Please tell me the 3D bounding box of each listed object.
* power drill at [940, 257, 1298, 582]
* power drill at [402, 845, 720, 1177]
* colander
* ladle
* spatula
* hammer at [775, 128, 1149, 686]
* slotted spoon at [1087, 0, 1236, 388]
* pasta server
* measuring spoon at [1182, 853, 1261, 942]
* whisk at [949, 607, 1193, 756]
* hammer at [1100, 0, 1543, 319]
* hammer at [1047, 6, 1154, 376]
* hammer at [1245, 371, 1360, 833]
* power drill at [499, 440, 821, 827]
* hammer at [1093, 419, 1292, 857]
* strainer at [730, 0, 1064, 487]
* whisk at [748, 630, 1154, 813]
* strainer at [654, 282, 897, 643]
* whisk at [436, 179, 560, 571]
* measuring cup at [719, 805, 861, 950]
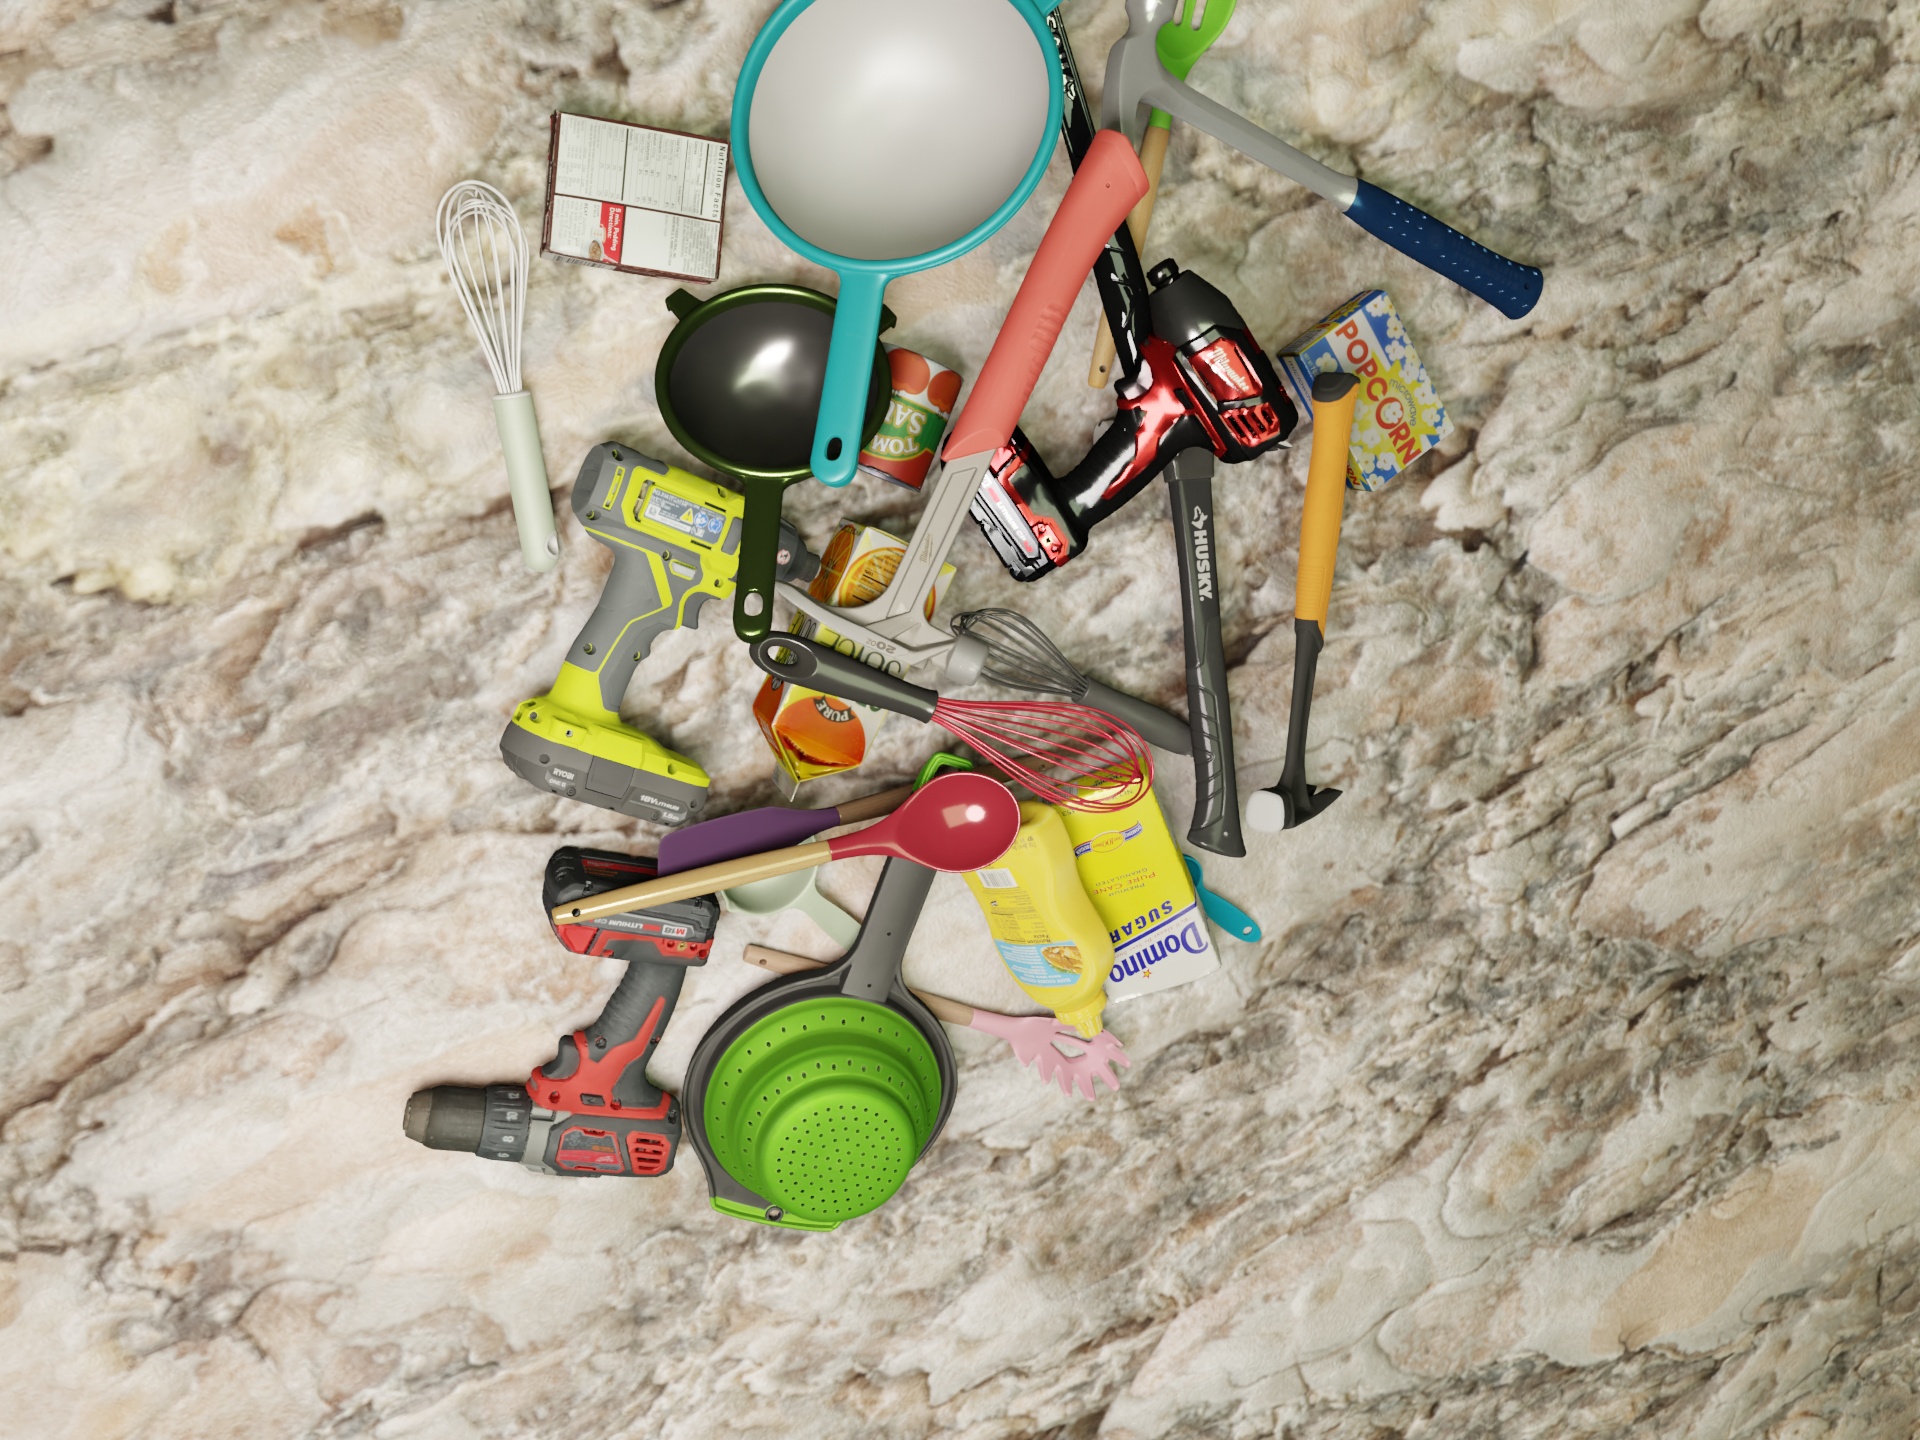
[{"bbox_3d":[0.102,-0.203,1.077,0.219,0.079,0.143,-30,105,15],"label":"power drill"},{"bbox_3d":[-0.270,0.207,1.094,0.187,0.080,0.226,11,101,-20],"label":"power drill"},{"bbox_3d":[-0.066,0.215,1.123,0.204,0.095,0.397,16,104,-18],"label":"colander"},{"bbox_3d":[-0.112,0.094,1.059,0.315,0.031,0.069,-12,89,-14],"label":"ladle"},{"bbox_3d":[-0.066,0.064,1.125,0.316,0.018,0.059,-14,130,-29],"label":"spatula"},{"bbox_3d":[0.016,-0.210,1.023,0.149,0.037,0.359,25,95,-2],"label":"hammer"},{"bbox_3d":[0.131,-0.390,1.119,0.070,0.031,0.313,11,101,-12],"label":"slotted spoon"},{"bbox_3d":[-0.015,0.221,1.201,0.316,0.040,0.060,20,104,-20],"label":"pasta server"},{"bbox_3d":[0.197,0.142,1.270,0.128,0.021,0.042,37,102,-31],"label":"measuring spoon"},{"bbox_3d":[0.092,-0.025,1.178,0.238,0.055,0.055,25,93,-26],"label":"whisk"},{"bbox_3d":[0.266,-0.373,1.132,0.405,0.035,0.144,16,88,-29],"label":"hammer"},{"bbox_3d":[0.080,-0.384,1.081,0.149,0.036,0.408,-21,103,-9],"label":"hammer"},{"bbox_3d":[0.267,-0.088,1.189,0.127,0.034,0.337,-14,111,-57],"label":"hammer"},{"bbox_3d":[-0.198,-0.051,1.056,0.171,0.080,0.223,20,92,-31],"label":"power drill"},{"bbox_3d":[0.186,-0.062,1.184,0.146,0.035,0.335,-8,96,-17],"label":"hammer"},{"bbox_3d":[-0.043,-0.308,1.011,0.211,0.095,0.340,9,87,13],"label":"strainer"},{"bbox_3d":[-0.002,-0.003,1.070,0.295,0.073,0.073,19,96,-15],"label":"whisk"},{"bbox_3d":[-0.122,-0.157,1.019,0.151,0.069,0.257,3,67,-3],"label":"strainer"},{"bbox_3d":[-0.288,-0.215,1.011,0.059,0.058,0.246,-1,108,17],"label":"whisk"},{"bbox_3d":[-0.117,0.123,1.151,0.083,0.038,0.167,-48,126,-6],"label":"measuring cup"}]
